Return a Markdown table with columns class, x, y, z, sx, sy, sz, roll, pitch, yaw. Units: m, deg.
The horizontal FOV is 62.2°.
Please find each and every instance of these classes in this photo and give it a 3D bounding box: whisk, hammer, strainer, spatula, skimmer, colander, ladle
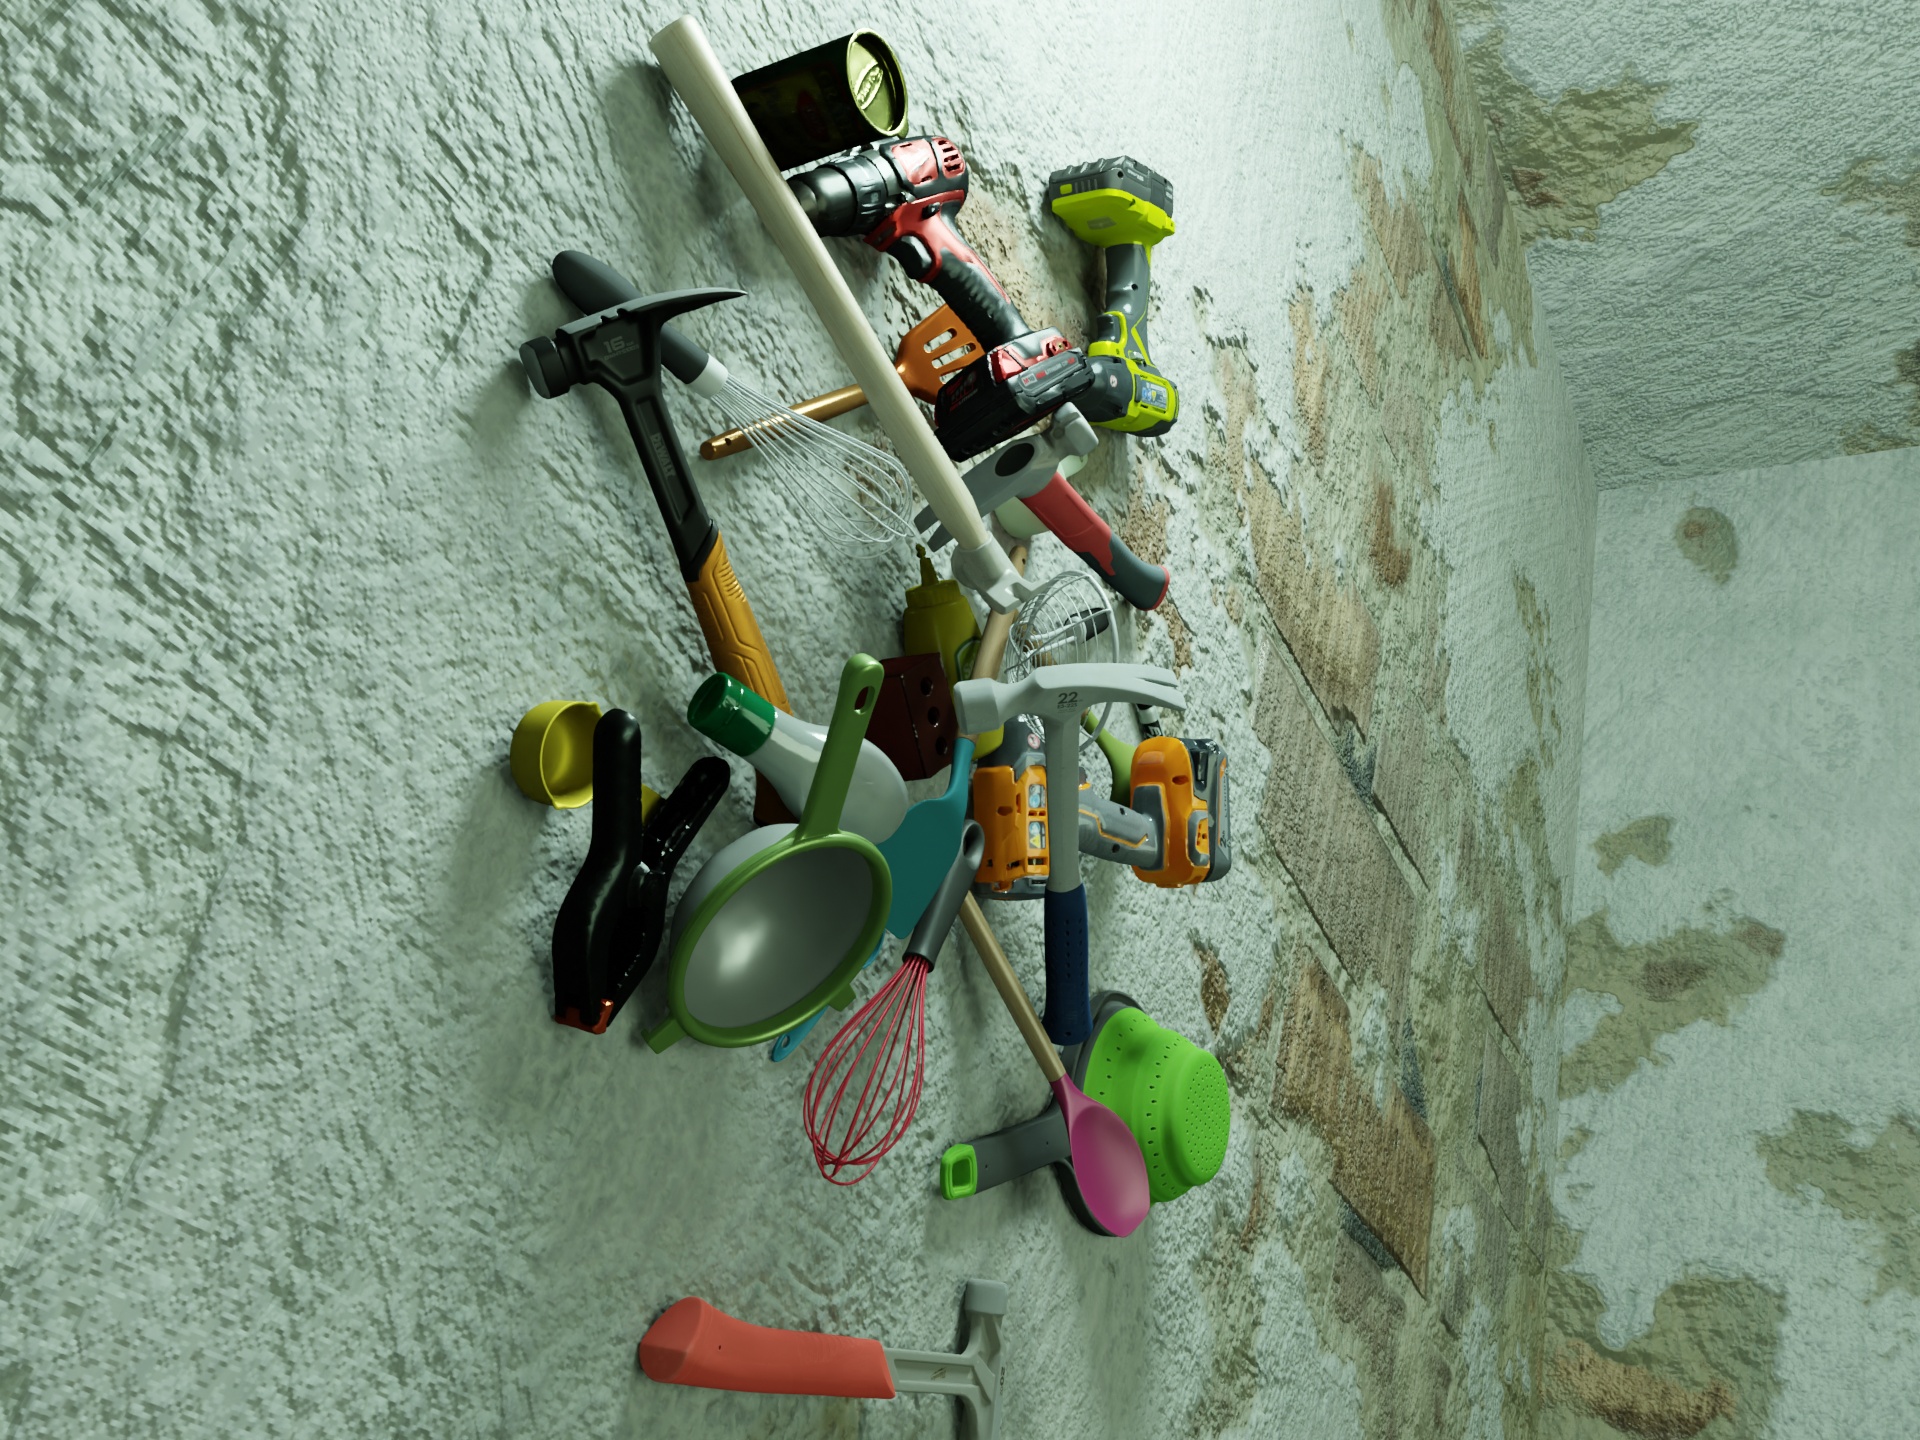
| class | x | y | z | sx | sy | sz | roll | pitch | yaw |
| --- | --- | --- | --- | --- | --- | --- | --- | --- | --- |
| whisk | -0.128 | -0.188 | 0.958 | 0.284 | 0.070 | 0.070 | 36 | 56 | -36 |
| hammer | 0.079 | 0.108 | 1.128 | 0.405 | 0.144 | 0.035 | 85 | -5 | -47 |
| strainer | -0.102 | 0.067 | 0.909 | 0.151 | 0.069 | 0.256 | -4 | 122 | -43 |
| spatula | -0.002 | -0.003 | 1.092 | 0.082 | 0.044 | 0.318 | 54 | 40 | -39 |
| skimmer | 0.105 | -0.059 | 1.218 | 0.363 | 0.090 | 0.127 | -29 | 125 | -73 |
| colander | 0.122 | 0.328 | 1.270 | 0.397 | 0.094 | 0.204 | 4 | 82 | -58 |
| hammer | -0.138 | -0.081 | 0.937 | 0.127 | 0.034 | 0.336 | -26 | 116 | -20 |
| whisk | -0.035 | 0.179 | 1.072 | 0.073 | 0.073 | 0.296 | 60 | 38 | -34 |
| spatula | -0.069 | -0.227 | 1.096 | 0.322 | 0.041 | 0.081 | -37 | 101 | -52 |
| ladle | 0.077 | -0.022 | 1.310 | 0.319 | 0.062 | 0.078 | 51 | 47 | -32 |
| hammer | -0.068 | -0.247 | 1.004 | 0.410 | 0.038 | 0.146 | 58 | -3 | -18 |
| hammer | 0.091 | -0.141 | 1.296 | 0.038 | 0.143 | 0.386 | 59 | 12 | 19 |
| hammer | -0.072 | 0.419 | 1.006 | 0.358 | 0.037 | 0.149 | 35 | 57 | -51 |

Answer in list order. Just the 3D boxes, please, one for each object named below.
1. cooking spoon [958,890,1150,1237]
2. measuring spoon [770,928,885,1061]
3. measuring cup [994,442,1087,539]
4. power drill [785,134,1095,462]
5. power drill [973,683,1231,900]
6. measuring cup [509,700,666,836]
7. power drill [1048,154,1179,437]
| class | x | y | z | sx | sy | sz | roll | pitch | yaw |
| --- | --- | --- | --- | --- | --- | --- | --- | --- | --- |
| cooking spoon | 0.060 | 0.243 | 1.184 | 0.069 | 0.017 | 0.319 | -34 | 100 | -39 |
| measuring spoon | -0.091 | 0.170 | 1.034 | 0.129 | 0.021 | 0.042 | -51 | 141 | -37 |
| measuring cup | 0.081 | -0.205 | 1.331 | 0.167 | 0.038 | 0.083 | -35 | 115 | -52 |
| power drill | -0.023 | -0.299 | 1.109 | 0.188 | 0.080 | 0.226 | -35 | 95 | -48 |
| power drill | 0.107 | 0.057 | 1.252 | 0.226 | 0.084 | 0.164 | 2 | 84 | -35 |
| measuring cup | -0.197 | 0.038 | 0.882 | 0.156 | 0.029 | 0.062 | 52 | 49 | -58 |
| power drill | 0.135 | -0.372 | 1.410 | 0.171 | 0.080 | 0.223 | -2 | 91 | -58 |
